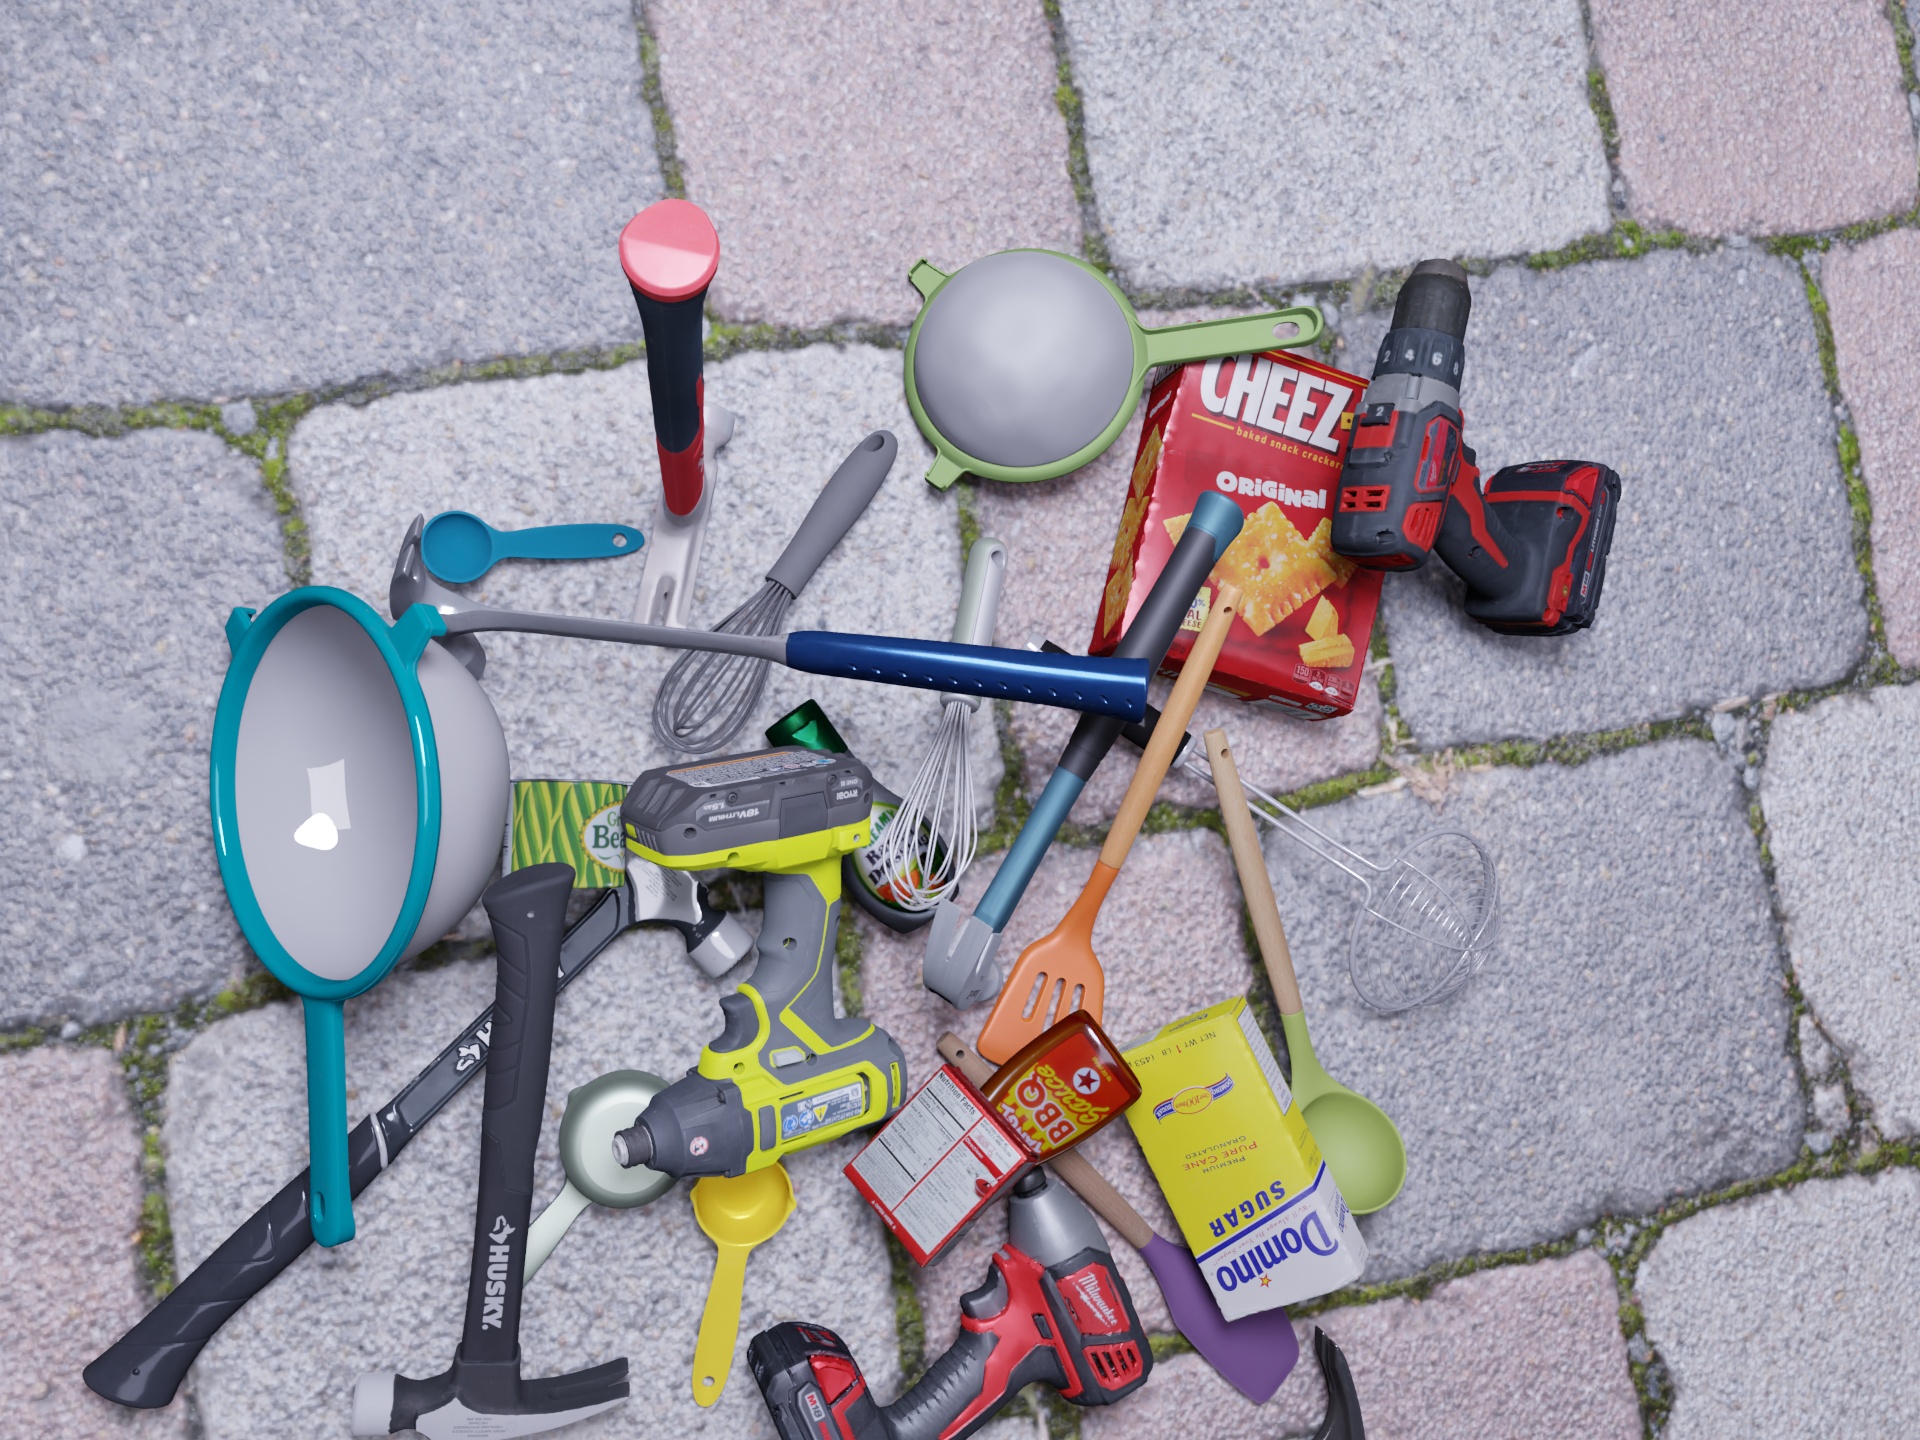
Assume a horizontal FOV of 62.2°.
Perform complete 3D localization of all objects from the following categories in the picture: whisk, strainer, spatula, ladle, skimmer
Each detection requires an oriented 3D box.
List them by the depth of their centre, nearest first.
[{"bbox_3d":[-0.302,0.100,0.842,0.095,0.211,0.340,-4,95,-51],"label":"strainer"},{"bbox_3d":[-0.001,-0.003,0.943,0.057,0.059,0.246,33,57,-40],"label":"whisk"},{"bbox_3d":[-0.104,-0.080,0.948,0.055,0.055,0.239,35,75,-9],"label":"whisk"},{"bbox_3d":[0.087,-0.229,0.948,0.256,0.069,0.151,-6,81,8],"label":"strainer"},{"bbox_3d":[0.102,0.069,0.963,0.081,0.041,0.322,20,103,-12],"label":"spatula"},{"bbox_3d":[0.204,0.156,0.975,0.078,0.062,0.320,-23,103,-24],"label":"ladle"},{"bbox_3d":[0.099,0.303,0.986,0.316,0.018,0.060,45,73,-8],"label":"spatula"},{"bbox_3d":[0.189,0.056,1.020,0.363,0.090,0.127,34,87,1],"label":"skimmer"}]

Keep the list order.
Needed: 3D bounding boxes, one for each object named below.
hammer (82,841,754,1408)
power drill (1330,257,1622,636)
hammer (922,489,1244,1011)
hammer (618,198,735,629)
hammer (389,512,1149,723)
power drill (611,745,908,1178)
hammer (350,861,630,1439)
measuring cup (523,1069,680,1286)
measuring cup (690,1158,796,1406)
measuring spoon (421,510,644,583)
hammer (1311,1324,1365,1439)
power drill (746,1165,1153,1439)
[{"bbox_3d":[-0.311,0.215,0.883,0.409,0.036,0.149,-44,96,-12],"label":"hammer"},{"bbox_3d":[0.322,-0.161,0.991,0.226,0.080,0.188,20,81,-40],"label":"power drill"},{"bbox_3d":[0.071,0.019,0.916,0.033,0.128,0.331,29,90,16],"label":"hammer"},{"bbox_3d":[-0.139,-0.135,0.766,0.038,0.386,0.143,11,83,-7],"label":"hammer"},{"bbox_3d":[-0.103,-0.040,0.847,0.405,0.144,0.035,6,66,1],"label":"hammer"},{"bbox_3d":[-0.115,0.136,0.876,0.171,0.080,0.223,-10,103,-35],"label":"power drill"},{"bbox_3d":[-0.236,0.235,0.849,0.146,0.035,0.334,6,104,-15],"label":"hammer"},{"bbox_3d":[-0.219,0.274,0.899,0.083,0.038,0.167,42,76,-8],"label":"measuring cup"},{"bbox_3d":[-0.137,0.321,0.929,0.062,0.029,0.156,10,96,-13],"label":"measuring cup"},{"bbox_3d":[-0.250,-0.102,0.932,0.128,0.021,0.042,-5,87,-23],"label":"measuring spoon"},{"bbox_3d":[0.077,0.481,0.956,0.359,0.037,0.149,-9,95,-14],"label":"hammer"},{"bbox_3d":[-0.005,0.364,0.930,0.219,0.078,0.143,-23,92,-17],"label":"power drill"}]
